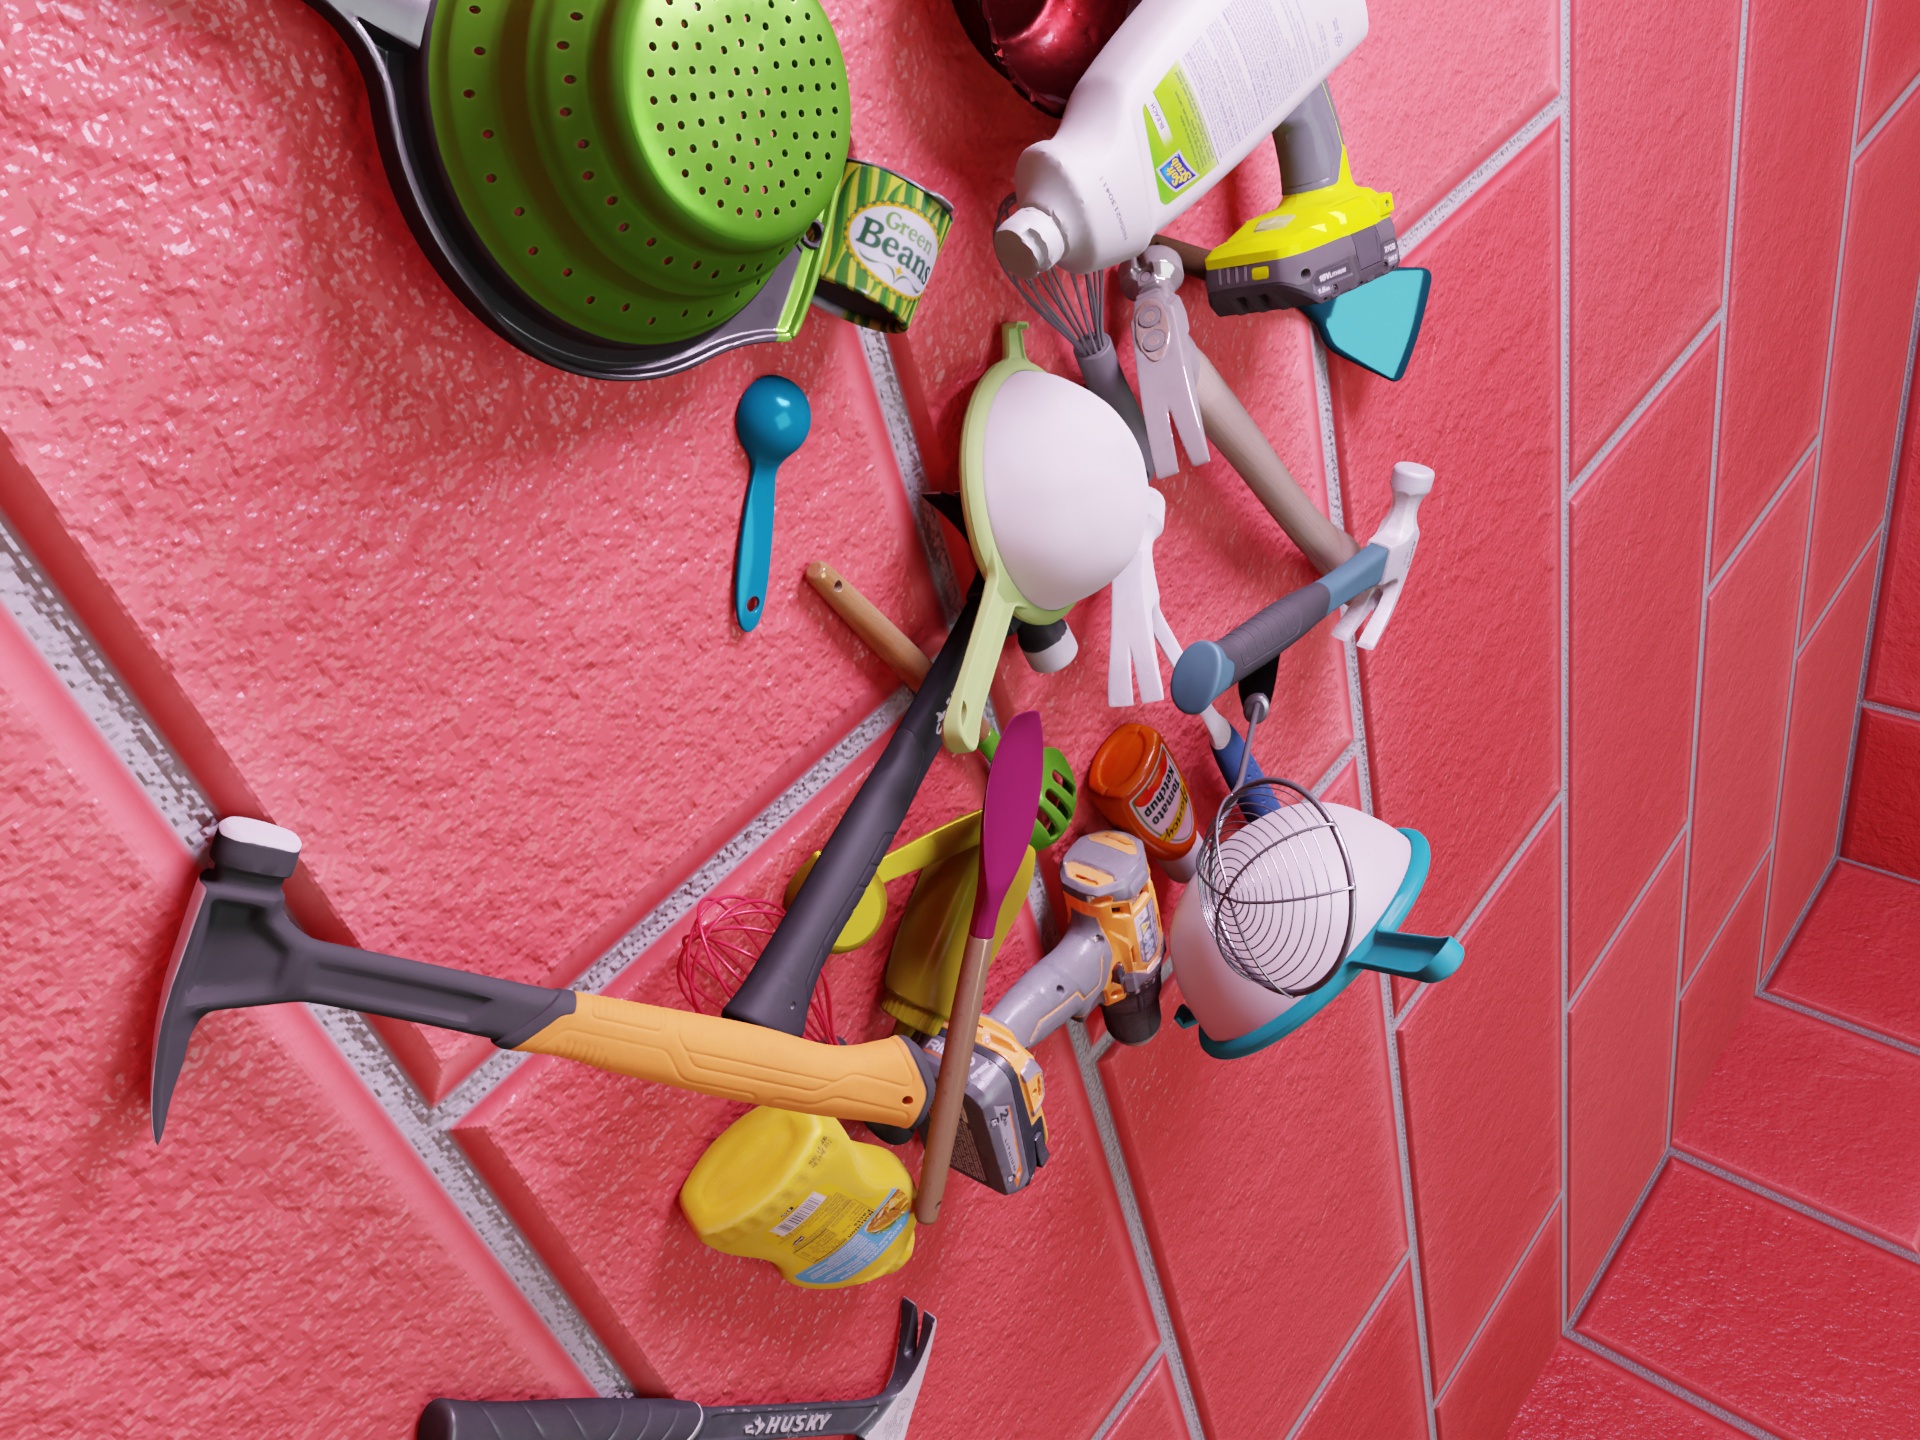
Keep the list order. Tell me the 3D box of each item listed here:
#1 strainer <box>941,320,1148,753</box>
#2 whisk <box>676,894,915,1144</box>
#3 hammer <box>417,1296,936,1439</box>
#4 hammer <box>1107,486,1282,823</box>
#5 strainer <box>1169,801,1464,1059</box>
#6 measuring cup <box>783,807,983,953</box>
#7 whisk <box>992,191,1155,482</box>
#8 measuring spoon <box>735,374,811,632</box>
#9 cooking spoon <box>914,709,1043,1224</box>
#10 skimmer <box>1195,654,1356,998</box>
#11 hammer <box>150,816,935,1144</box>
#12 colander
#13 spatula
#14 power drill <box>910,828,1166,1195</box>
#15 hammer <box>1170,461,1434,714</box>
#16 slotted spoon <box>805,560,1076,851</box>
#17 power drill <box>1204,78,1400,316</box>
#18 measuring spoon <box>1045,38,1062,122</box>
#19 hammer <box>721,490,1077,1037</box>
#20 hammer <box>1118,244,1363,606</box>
[{"bbox_3d":[0.050,-0.089,0.857,0.151,0.069,0.257,55,41,-42],"label":"strainer"},{"bbox_3d":[-0.081,0.180,0.898,0.073,0.073,0.295,-54,145,-19],"label":"whisk"},{"bbox_3d":[-0.149,0.412,0.939,0.408,0.036,0.149,30,81,-51],"label":"hammer"},{"bbox_3d":[0.179,0.009,1.123,0.405,0.035,0.144,51,39,-52],"label":"hammer"},{"bbox_3d":[0.220,0.120,1.032,0.211,0.095,0.340,-46,-178,-8],"label":"strainer"},{"bbox_3d":[-0.026,0.085,0.910,0.156,0.029,0.062,-24,119,-22],"label":"measuring cup"},{"bbox_3d":[0.074,-0.214,0.921,0.055,0.055,0.238,-56,144,-17],"label":"whisk"},{"bbox_3d":[-0.093,-0.105,0.785,0.042,0.021,0.128,-7,110,-48],"label":"measuring spoon"},{"bbox_3d":[0.007,0.147,0.918,0.068,0.017,0.319,-13,116,-60],"label":"cooking spoon"},{"bbox_3d":[0.215,0.033,1.039,0.363,0.090,0.127,-63,173,-57],"label":"skimmer"},{"bbox_3d":[-0.164,0.142,0.691,0.336,0.034,0.127,17,93,-26],"label":"hammer"},{"bbox_3d":[-0.164,-0.250,0.551,0.396,0.094,0.204,16,86,-46],"label":"colander"},{"bbox_3d":[0.215,-0.288,1.056,0.317,0.044,0.082,-3,112,-48],"label":"spatula"},{"bbox_3d":[0.065,0.208,1.072,0.226,0.084,0.185,-46,138,-33],"label":"power drill"},{"bbox_3d":[0.233,-0.077,1.066,0.331,0.033,0.128,-30,135,-48],"label":"hammer"},{"bbox_3d":[-0.001,-0.003,0.938,0.313,0.031,0.070,45,66,-48],"label":"slotted spoon"},{"bbox_3d":[0.183,-0.362,0.940,0.171,0.080,0.223,-32,115,-39],"label":"power drill"},{"bbox_3d":[0.064,-0.317,0.890,0.034,0.018,0.124,-43,128,-30],"label":"measuring spoon"},{"bbox_3d":[-0.034,0.023,0.841,0.335,0.035,0.146,-61,137,-32],"label":"hammer"},{"bbox_3d":[0.211,-0.153,1.075,0.410,0.038,0.146,30,48,-55],"label":"hammer"}]
